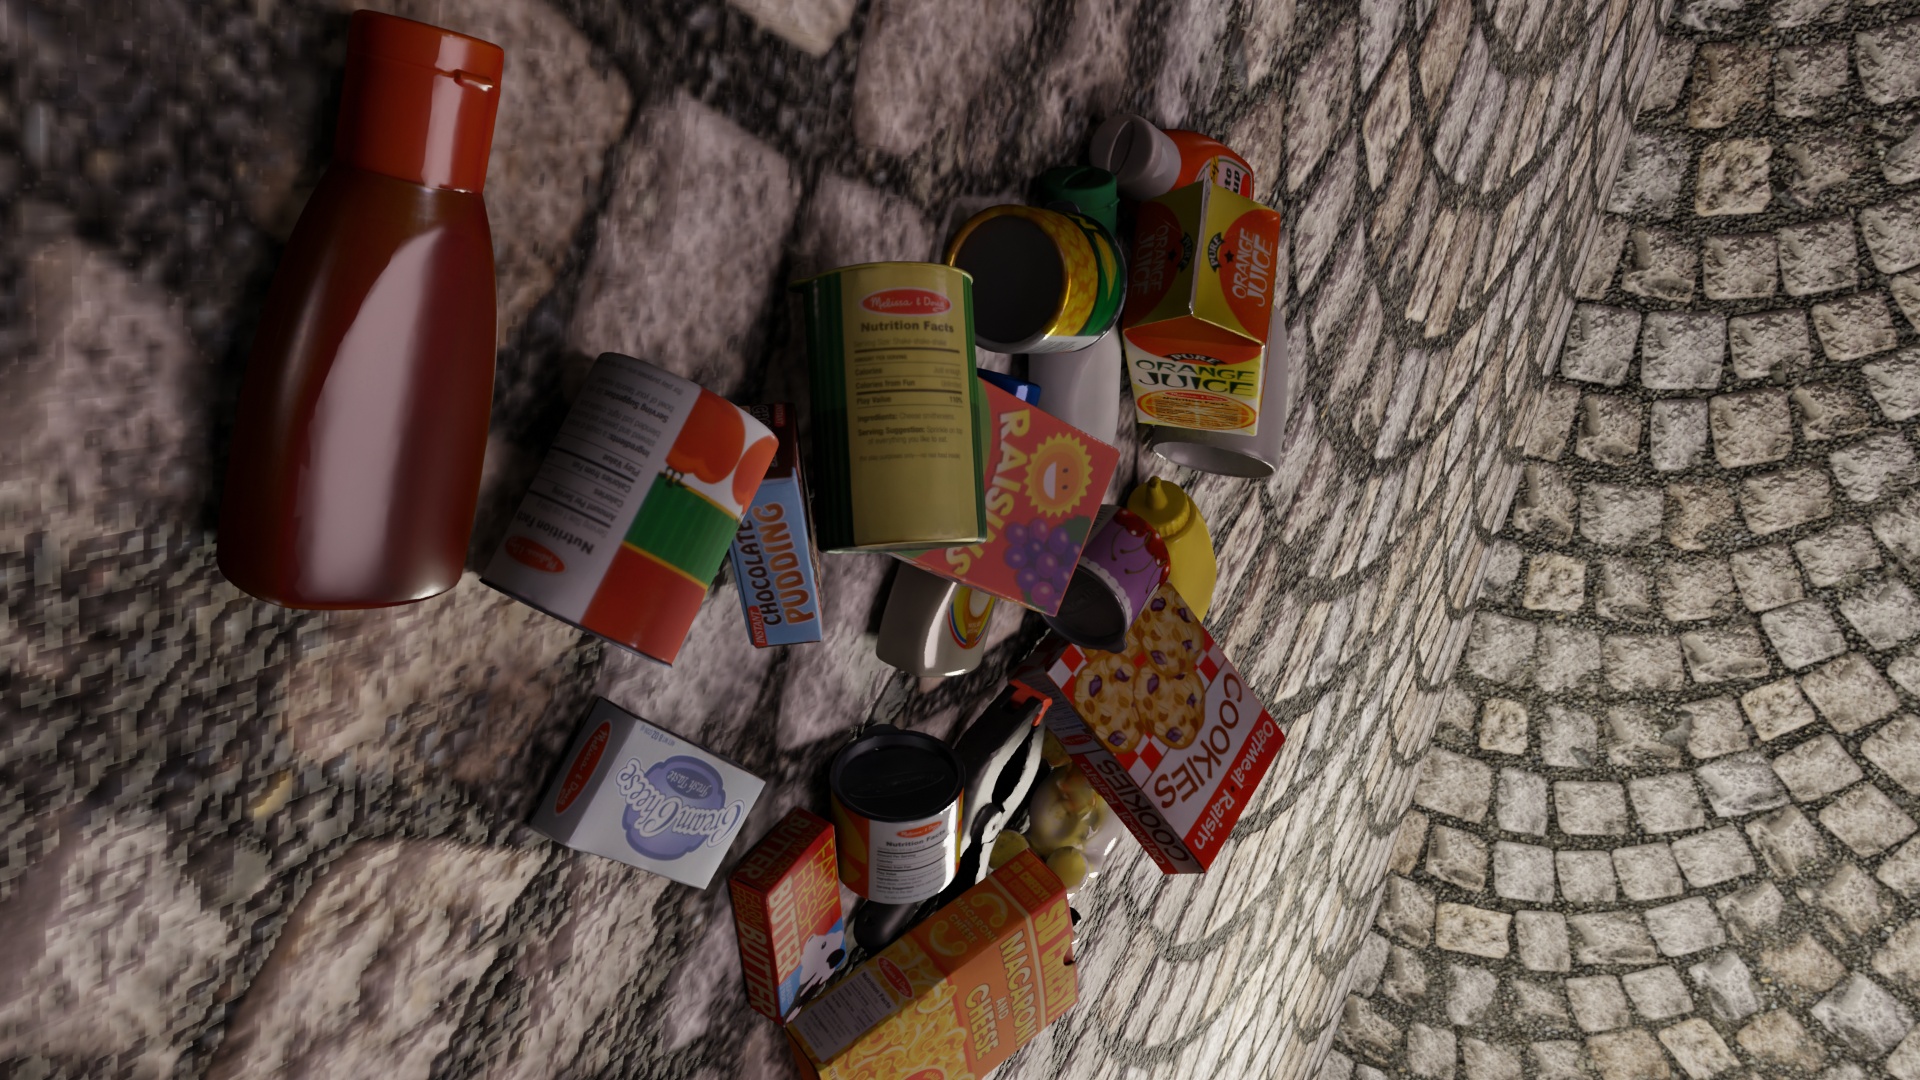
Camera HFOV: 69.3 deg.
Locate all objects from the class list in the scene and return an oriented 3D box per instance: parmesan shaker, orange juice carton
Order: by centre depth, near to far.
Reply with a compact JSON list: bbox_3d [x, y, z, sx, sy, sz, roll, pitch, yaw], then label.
[{"bbox_3d":[-0.028,-0.048,0.531,0.071,0.071,0.103,4,82,-62],"label":"parmesan shaker"},{"bbox_3d":[0.128,-0.120,0.737,0.192,0.073,0.072,52,47,-73],"label":"orange juice carton"}]

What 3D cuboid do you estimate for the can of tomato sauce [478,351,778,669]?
[{"bbox_3d":[-0.105,-0.009,0.452,0.083,0.071,0.071,-65,153,-9],"label":"can of tomato sauce"}]

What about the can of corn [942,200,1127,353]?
[{"bbox_3d":[0.033,-0.120,0.629,0.058,0.071,0.071,-14,121,-58],"label":"can of corn"}]

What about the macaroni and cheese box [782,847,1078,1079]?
[{"bbox_3d":[-0.009,0.265,0.781,0.167,0.040,0.123,-30,136,-23],"label":"macaroni and cheese box"}]

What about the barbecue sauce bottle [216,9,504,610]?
[{"bbox_3d":[-0.149,-0.058,0.362,0.065,0.044,0.148,-7,114,-60],"label":"barbecue sauce bottle"}]

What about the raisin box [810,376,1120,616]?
[{"bbox_3d":[0.004,-0.025,0.617,0.123,0.040,0.086,23,87,-36],"label":"raisin box"}]

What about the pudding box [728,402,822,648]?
[{"bbox_3d":[-0.072,-0.005,0.530,0.050,0.030,0.083,-98,-177,-51],"label":"pudding box"}]

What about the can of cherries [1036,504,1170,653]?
[{"bbox_3d":[0.083,0.023,0.815,0.059,0.071,0.071,-47,146,-37],"label":"can of cherries"}]

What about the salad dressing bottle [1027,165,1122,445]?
[{"bbox_3d":[0.058,-0.114,0.705,0.064,0.044,0.146,-46,144,-46],"label":"salad dressing bottle"}]

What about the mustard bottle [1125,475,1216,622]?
[{"bbox_3d":[0.136,0.003,0.921,0.065,0.049,0.159,-56,149,-25],"label":"mustard bottle"}]

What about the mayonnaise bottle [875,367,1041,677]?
[{"bbox_3d":[0.002,-0.008,0.676,0.065,0.041,0.147,0,108,-59],"label":"mayonnaise bottle"}]

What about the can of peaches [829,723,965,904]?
[{"bbox_3d":[-0.032,0.135,0.690,0.071,0.071,0.057,-38,140,-45],"label":"can of peaches"}]

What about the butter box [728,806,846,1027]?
[{"bbox_3d":[-0.082,0.183,0.674,0.053,0.024,0.103,-43,143,-42],"label":"butter box"}]

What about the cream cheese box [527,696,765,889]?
[{"bbox_3d":[-0.121,0.102,0.547,0.053,0.024,0.103,-62,152,-11],"label":"cream cheese box"}]

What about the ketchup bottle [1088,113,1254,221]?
[{"bbox_3d":[0.114,-0.193,0.750,0.149,0.043,0.064,0,109,-61],"label":"ketchup bottle"}]

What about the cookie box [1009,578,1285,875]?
[{"bbox_3d":[0.123,0.108,0.875,0.167,0.040,0.123,52,53,-13],"label":"cookie box"}]
